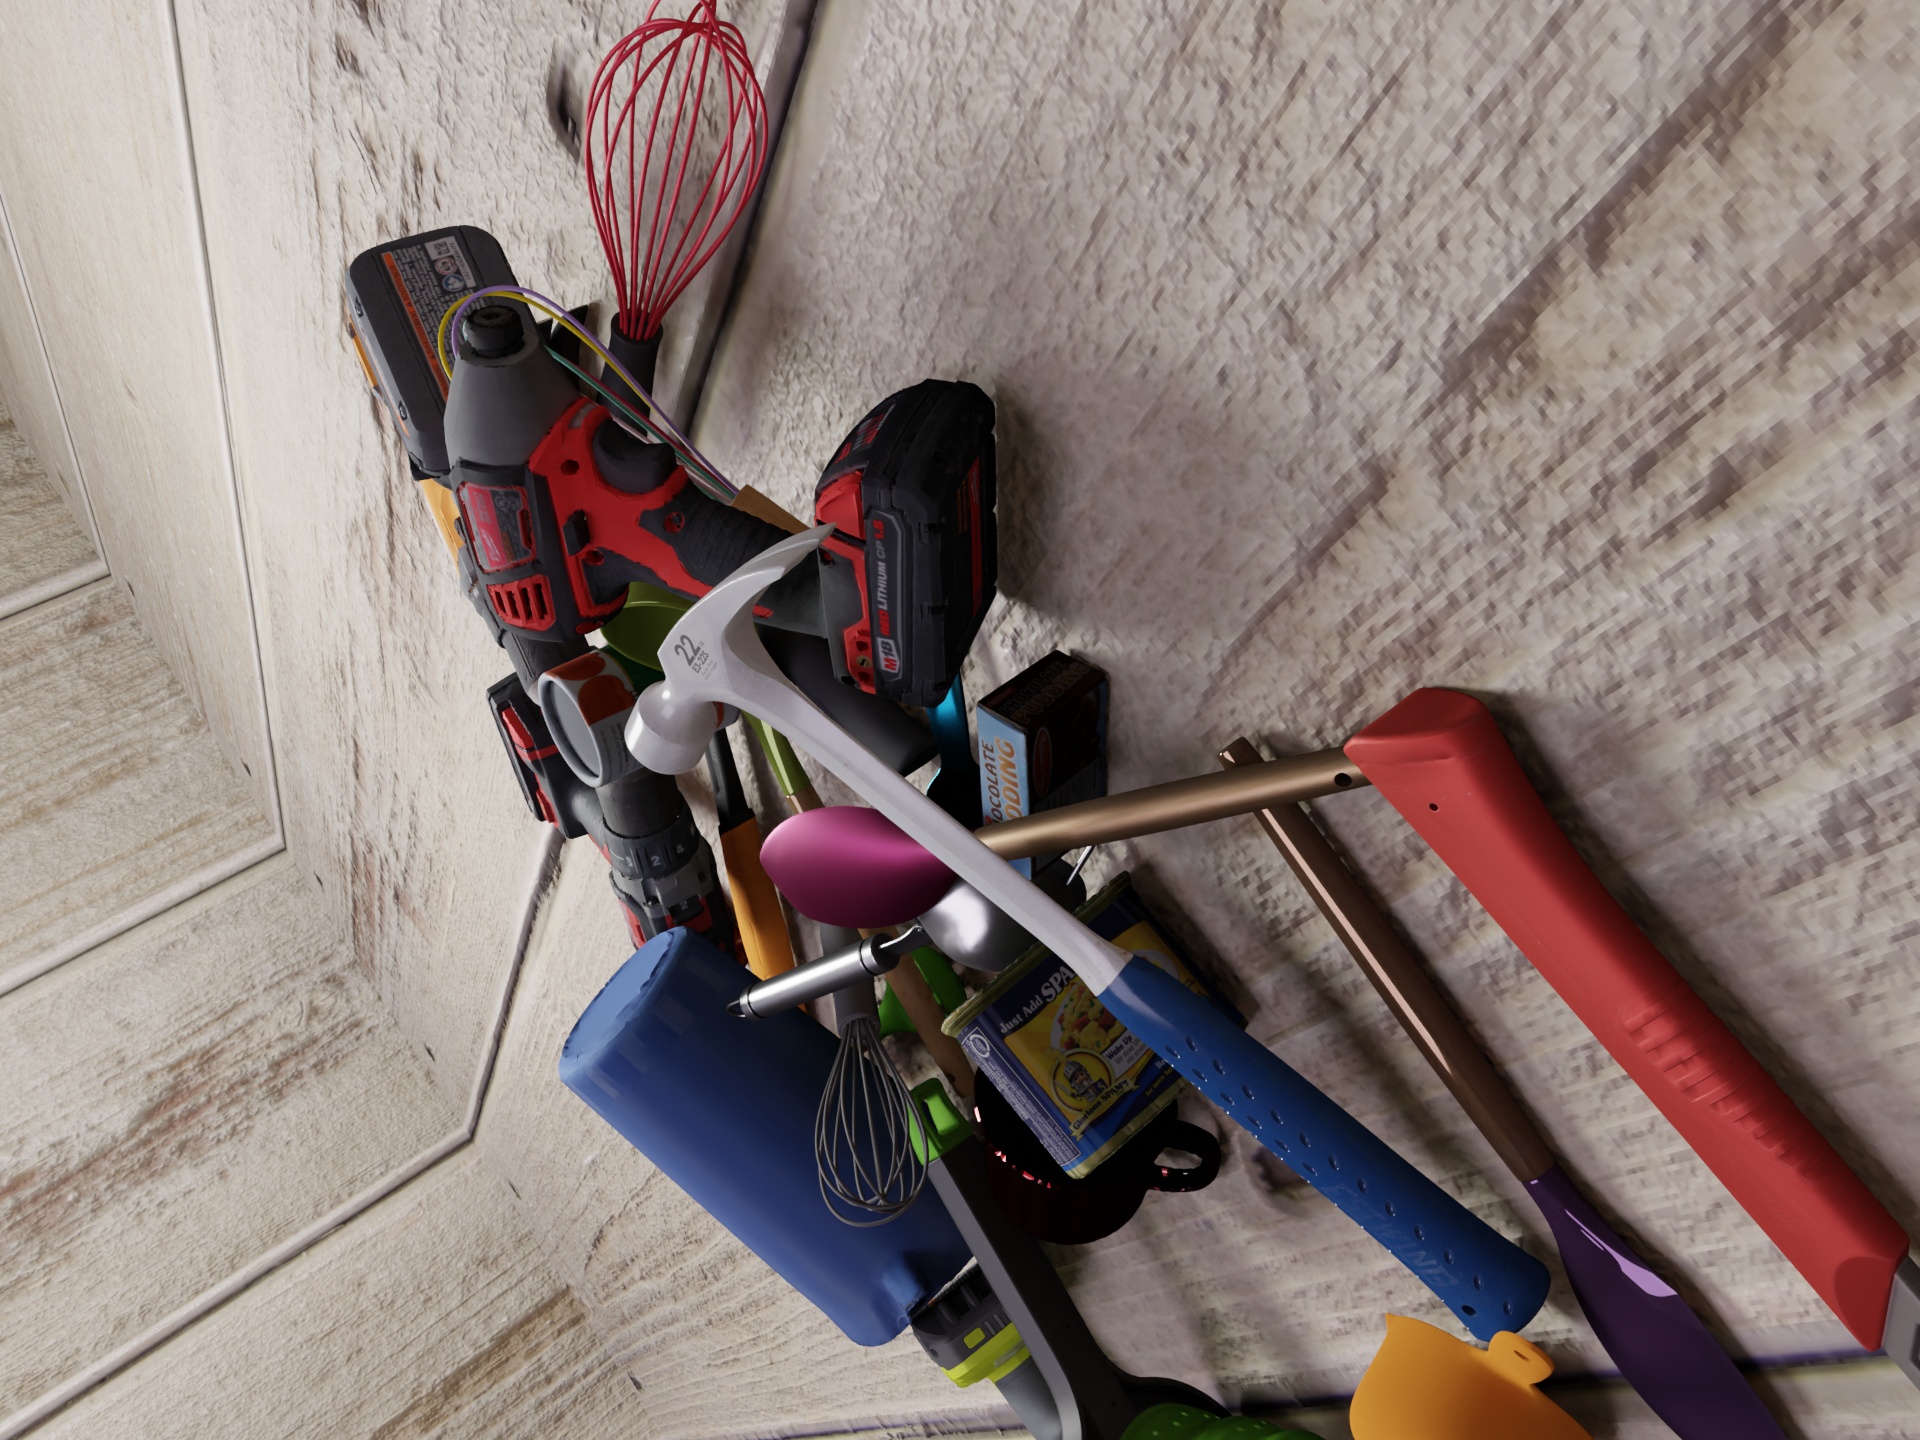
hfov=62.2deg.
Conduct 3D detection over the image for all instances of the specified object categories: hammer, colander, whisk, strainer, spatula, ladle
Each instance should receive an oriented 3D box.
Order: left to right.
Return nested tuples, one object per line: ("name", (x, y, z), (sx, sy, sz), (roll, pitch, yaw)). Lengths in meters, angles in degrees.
("whisk", (-0.139, -0.186, 0.697), (0.073, 0.073, 0.295), (50, 146, 15))
("whisk", (-0.121, -0.105, 0.699), (0.245, 0.047, 0.051), (34, 142, -8))
("hammer", (-0.128, -0.083, 0.824), (0.335, 0.035, 0.146), (43, 148, 26))
("hammer", (-0.129, 0.085, 0.981), (0.127, 0.034, 0.336), (31, 140, 42))
("ladle", (-0.076, 0.063, 0.794), (0.078, 0.062, 0.320), (-16, 107, 45))
("whisk", (-0.055, 0.161, 0.827), (0.239, 0.055, 0.055), (-104, 6, -54))
("strainer", (-0.032, 0.112, 0.759), (0.086, 0.050, 0.258), (31, 140, -33))
("hammer", (0.052, 0.086, 0.596), (0.405, 0.035, 0.144), (39, 135, 2))
("colander", (0.103, 0.337, 0.767), (0.094, 0.204, 0.397), (-37, 78, 28))
("spatula", (0.187, 0.138, 0.564), (0.316, 0.018, 0.059), (55, 153, 5))
("hammer", (0.239, 0.140, 0.469), (0.359, 0.037, 0.149), (51, 150, 12))

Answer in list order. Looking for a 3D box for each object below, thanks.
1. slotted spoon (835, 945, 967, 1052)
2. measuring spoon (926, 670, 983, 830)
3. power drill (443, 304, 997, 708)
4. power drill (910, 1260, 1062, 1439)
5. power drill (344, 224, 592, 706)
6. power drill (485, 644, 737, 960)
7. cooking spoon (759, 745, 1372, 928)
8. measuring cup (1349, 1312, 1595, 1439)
("slotted spoon", (-0.062, 0.192, 0.970), (0.070, 0.031, 0.313), (56, 148, 6))
("measuring spoon", (-0.001, -0.002, 0.722), (0.042, 0.021, 0.128), (1, 115, 26))
("power drill", (-0.101, -0.088, 0.632), (0.220, 0.079, 0.143), (10, 132, 14))
("power drill", (0.069, 0.413, 0.900), (0.229, 0.080, 0.190), (52, 168, 13))
("power drill", (-0.240, -0.117, 0.824), (0.185, 0.084, 0.226), (63, 161, 15))
("power drill", (-0.215, 0.042, 0.979), (0.227, 0.080, 0.187), (45, 153, 43))
("cooking spoon", (0.027, 0.046, 0.626), (0.319, 0.017, 0.068), (-17, 117, 43))
("measuring cup", (0.189, 0.261, 0.584), (0.095, 0.052, 0.173), (30, 161, 25))
